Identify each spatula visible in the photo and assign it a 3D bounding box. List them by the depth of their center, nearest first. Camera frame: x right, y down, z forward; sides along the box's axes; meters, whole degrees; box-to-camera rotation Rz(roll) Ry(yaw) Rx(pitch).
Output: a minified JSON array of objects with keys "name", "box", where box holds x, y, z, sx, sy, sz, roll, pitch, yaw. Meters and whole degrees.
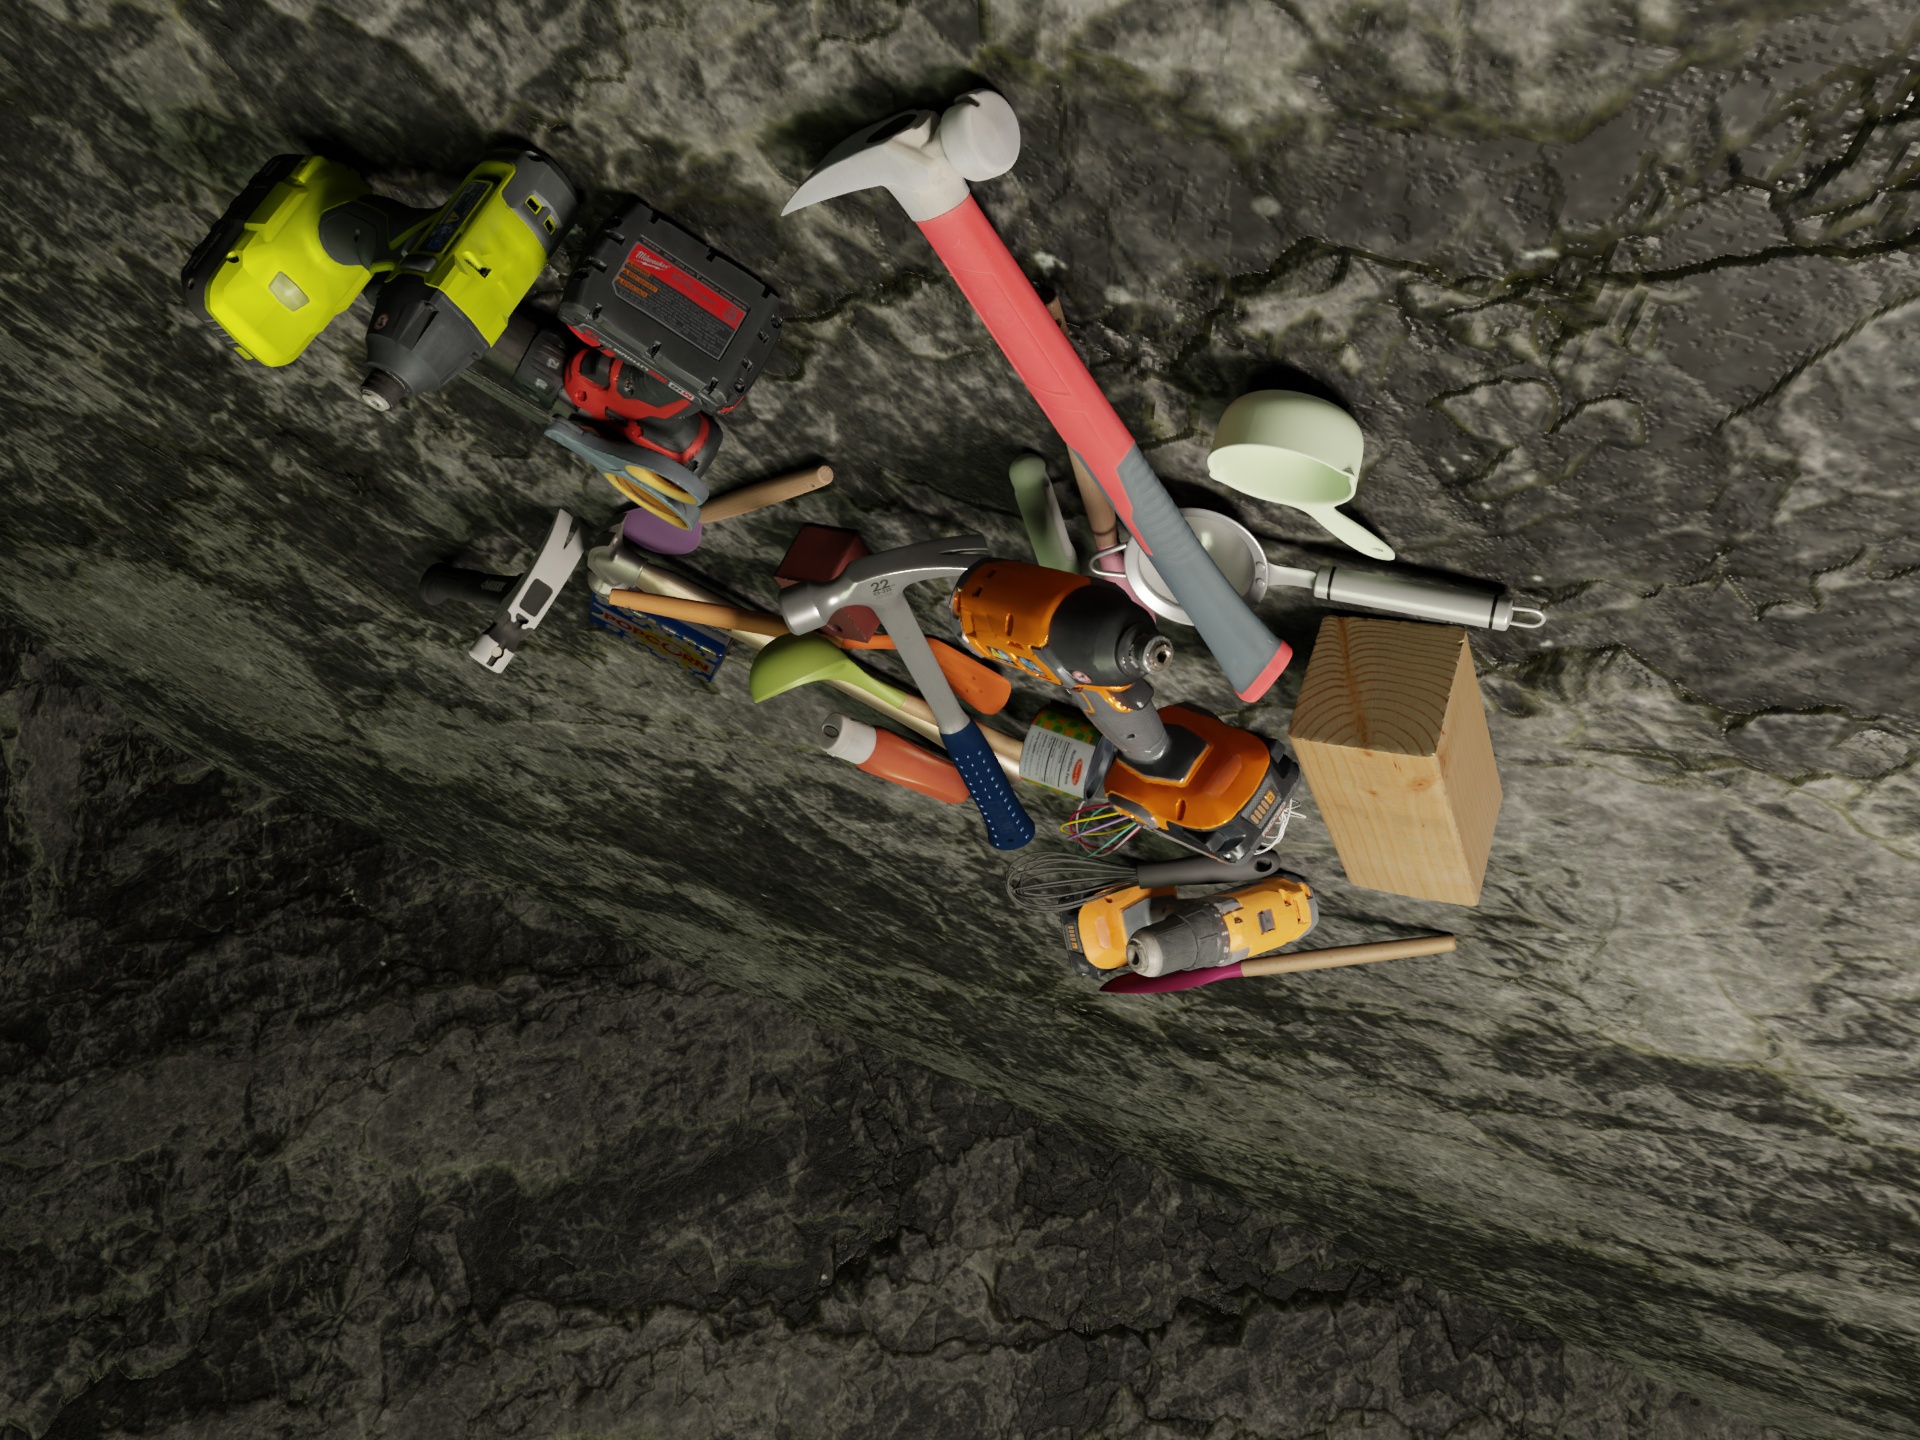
[{"name":"spatula","box":[-0.181,-0.158,1.198,0.059,0.018,0.316,36,158,-28]},{"name":"spatula","box":[-0.118,-0.061,1.263,0.322,0.041,0.081,10,160,-7]}]

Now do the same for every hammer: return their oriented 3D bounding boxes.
[{"name":"hammer","box":[0.062,-0.149,0.849,0.143,0.038,0.385,1,140,47]},{"name":"hammer","box":[-0.002,-0.004,1.218,0.144,0.035,0.405,-20,146,6]},{"name":"hammer","box":[-0.121,-0.052,1.339,0.410,0.038,0.146,27,164,-9]},{"name":"hammer","box":[-0.433,-0.125,1.449,0.035,0.146,0.335,38,167,-30]}]

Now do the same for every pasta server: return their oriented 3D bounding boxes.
[{"name":"pasta server","box":[0.076,-0.129,0.944,0.040,0.060,0.315,32,159,33]}]

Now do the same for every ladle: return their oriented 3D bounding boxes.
[{"name":"ladle","box":[-0.029,0.003,1.278,0.320,0.062,0.078,23,150,-34]}]

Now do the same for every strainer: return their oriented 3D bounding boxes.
[{"name":"strainer","box":[0.203,-0.081,0.918,0.258,0.050,0.086,13,136,20]}]

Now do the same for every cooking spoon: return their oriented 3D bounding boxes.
[{"name":"cooking spoon","box":[0.275,0.216,1.410,0.319,0.017,0.068,-11,-178,22]}]

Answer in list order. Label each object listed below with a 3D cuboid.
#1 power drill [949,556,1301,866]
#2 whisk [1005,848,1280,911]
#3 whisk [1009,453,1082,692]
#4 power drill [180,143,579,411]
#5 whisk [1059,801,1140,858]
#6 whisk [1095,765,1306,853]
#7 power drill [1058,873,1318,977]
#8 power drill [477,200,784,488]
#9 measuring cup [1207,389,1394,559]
[{"name":"power drill","box":[0.109,-0.006,0.954,0.226,0.084,0.164,44,167,-35]},{"name":"whisk","box":[0.155,0.131,1.374,0.239,0.055,0.055,-7,151,9]},{"name":"whisk","box":[0.071,-0.089,1.049,0.059,0.058,0.246,-7,145,14]},{"name":"power drill","box":[-0.348,-0.262,0.935,0.223,0.171,0.080,15,157,33]},{"name":"whisk","box":[0.153,0.076,1.346,0.047,0.051,0.245,36,154,-12]},{"name":"whisk","box":[0.165,0.057,1.239,0.070,0.070,0.285,35,167,-24]},{"name":"power drill","box":[0.177,0.185,1.411,0.185,0.084,0.226,-13,-179,-32]},{"name":"power drill","box":[-0.219,-0.232,0.992,0.187,0.080,0.227,31,161,-15]},{"name":"measuring cup","box":[0.195,-0.128,0.844,0.083,0.038,0.167,8,170,41]}]
